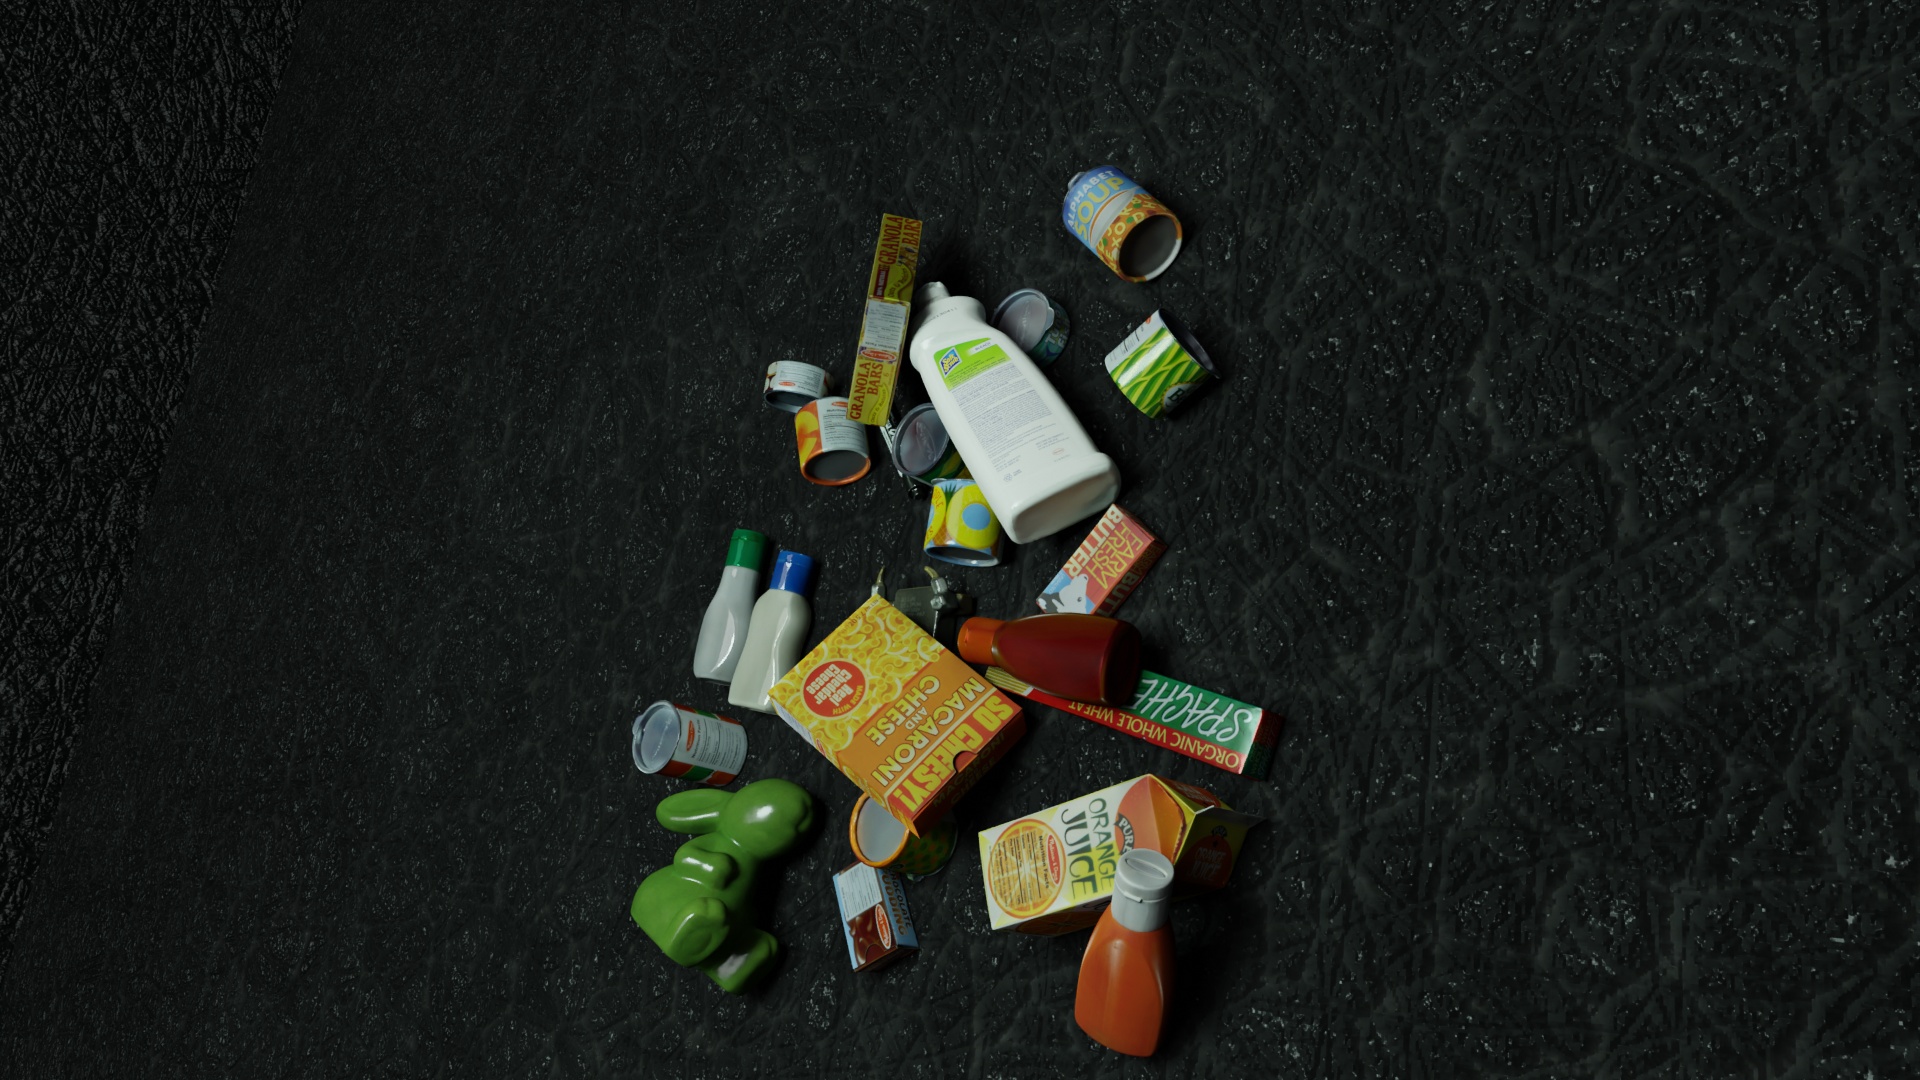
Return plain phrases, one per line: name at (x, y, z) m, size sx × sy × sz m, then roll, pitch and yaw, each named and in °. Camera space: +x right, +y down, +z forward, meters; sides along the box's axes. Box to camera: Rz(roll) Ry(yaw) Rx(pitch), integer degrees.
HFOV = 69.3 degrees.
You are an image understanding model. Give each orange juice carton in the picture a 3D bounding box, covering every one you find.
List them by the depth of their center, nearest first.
orange juice carton at (0.111, 0.215, 0.959) m, size 0.192 × 0.072 × 0.073 m, roll -27°, pitch 57°, yaw 32°

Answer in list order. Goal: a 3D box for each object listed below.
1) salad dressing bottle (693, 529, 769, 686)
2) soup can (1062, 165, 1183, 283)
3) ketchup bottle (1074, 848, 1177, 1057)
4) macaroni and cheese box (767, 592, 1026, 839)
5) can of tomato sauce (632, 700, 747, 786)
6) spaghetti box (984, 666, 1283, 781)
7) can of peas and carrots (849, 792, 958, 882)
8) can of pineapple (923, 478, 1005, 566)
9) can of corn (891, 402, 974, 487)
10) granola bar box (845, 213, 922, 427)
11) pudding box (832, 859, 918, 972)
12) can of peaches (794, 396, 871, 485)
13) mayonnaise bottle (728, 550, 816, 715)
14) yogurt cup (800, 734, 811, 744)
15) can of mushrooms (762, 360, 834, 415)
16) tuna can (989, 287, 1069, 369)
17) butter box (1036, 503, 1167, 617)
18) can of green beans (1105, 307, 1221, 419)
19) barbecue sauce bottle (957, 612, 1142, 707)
salad dressing bottle at (-0.216, 0.064, 1.331) m, size 0.064 × 0.044 × 0.148 m, roll -3°, pitch 70°, yaw 43°
soup can at (0.131, -0.260, 1.136) m, size 0.071 × 0.071 × 0.084 m, roll -50°, pitch 48°, yaw 14°
ketchup bottle at (0.112, 0.266, 0.900) m, size 0.065 × 0.044 × 0.148 m, roll 18°, pitch 124°, yaw 23°
macaroni and cheese box at (-0.051, 0.134, 1.091) m, size 0.167 × 0.040 × 0.124 m, roll 36°, pitch 67°, yaw 28°
can of tomato sauce at (-0.250, 0.188, 1.281) m, size 0.071 × 0.083 × 0.071 m, roll -17°, pitch 62°, yaw 36°
spaghetti box at (0.120, 0.115, 1.022) m, size 0.250 × 0.028 × 0.050 m, roll 15°, pitch 84°, yaw 44°
can of peas and carrots at (-0.046, 0.232, 1.100) m, size 0.071 × 0.058 × 0.071 m, roll -18°, pitch 62°, yaw 36°
can of pineapple at (0.004, -0.014, 1.149) m, size 0.071 × 0.071 × 0.058 m, roll -4°, pitch 71°, yaw 41°
can of corn at (-0.014, -0.079, 1.200) m, size 0.071 × 0.058 × 0.071 m, roll -17°, pitch 62°, yaw 36°
granola bar box at (-0.066, -0.196, 1.226) m, size 0.166 × 0.039 × 0.123 m, roll -86°, pitch 9°, yaw -53°
pudding box at (-0.069, 0.298, 1.113) m, size 0.049 × 0.030 × 0.084 m, roll -36°, pitch 52°, yaw 24°
can of peaches at (-0.119, -0.090, 1.293) m, size 0.071 × 0.071 × 0.058 m, roll -30°, pitch 56°, yaw 30°
mayonnaise bottle at (-0.168, 0.085, 1.282) m, size 0.065 × 0.041 × 0.148 m, roll 4°, pitch 74°, yaw 41°
yogurt cup at (-0.102, 0.151, 1.186) m, size 0.072 × 0.054 × 0.072 m, roll -17°, pitch 63°, yaw 37°
can of mushrooms at (-0.157, -0.147, 1.351) m, size 0.071 × 0.071 × 0.033 m, roll -4°, pitch 71°, yaw 41°
tuna can at (0.061, -0.181, 1.192) m, size 0.071 × 0.033 × 0.071 m, roll -17°, pitch 62°, yaw 36°
butter box at (0.108, 0.027, 1.072) m, size 0.103 × 0.024 × 0.053 m, roll -52°, pitch 47°, yaw 12°
can of green beans at (0.154, -0.135, 1.069) m, size 0.057 × 0.071 × 0.071 m, roll -42°, pitch 50°, yaw 23°
barbecue sauce bottle at (0.062, 0.083, 1.034) m, size 0.148 × 0.043 × 0.065 m, roll 6°, pitch 77°, yaw 44°
